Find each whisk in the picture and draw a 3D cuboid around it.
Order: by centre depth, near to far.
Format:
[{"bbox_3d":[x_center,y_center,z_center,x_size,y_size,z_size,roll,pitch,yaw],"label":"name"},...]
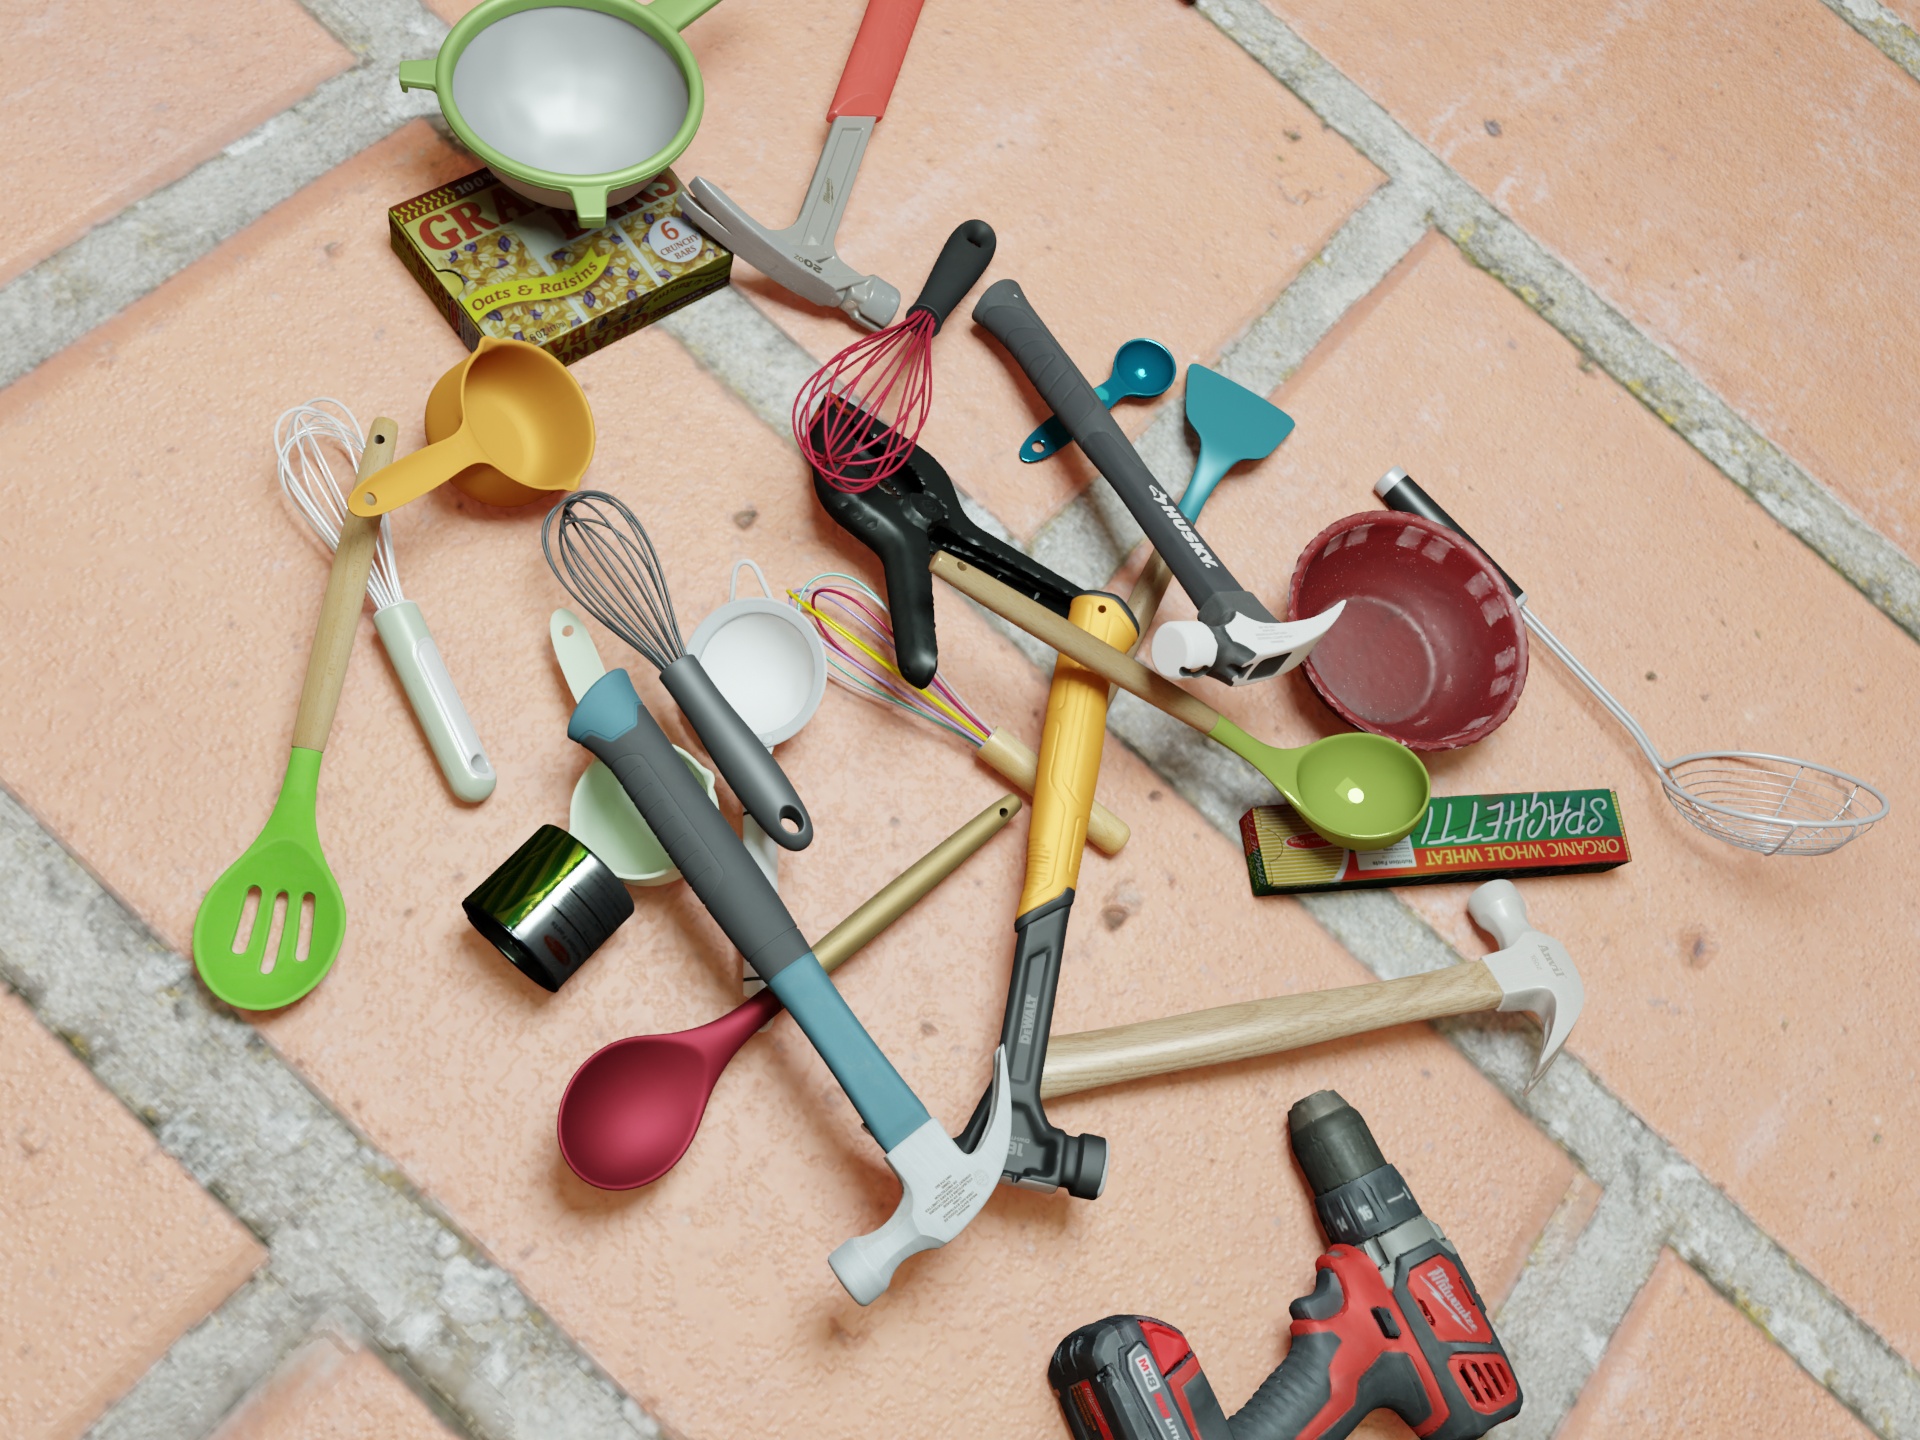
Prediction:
[{"bbox_3d":[-0.149,-0.028,0.856,0.055,0.055,0.239,-32,79,-23],"label":"whisk"},{"bbox_3d":[-0.309,-0.066,0.863,0.246,0.059,0.058,63,24,8],"label":"whisk"},{"bbox_3d":[-0.001,-0.003,0.923,0.245,0.047,0.051,37,64,-3],"label":"whisk"},{"bbox_3d":[-0.029,-0.232,0.960,0.073,0.073,0.296,28,46,-3],"label":"whisk"}]

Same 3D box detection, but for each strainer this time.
[{"bbox_3d":[-0.111,0.041,0.876,0.087,0.050,0.259,-5,75,13],"label":"strainer"},{"bbox_3d":[-0.197,-0.390,0.960,0.151,0.069,0.256,38,64,6],"label":"strainer"}]

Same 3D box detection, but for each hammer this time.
[{"bbox_3d":[-0.094,0.113,0.795,0.128,0.033,0.331,-34,79,-15],"label":"hammer"},{"bbox_3d":[0.042,0.079,0.867,0.127,0.034,0.337,13,68,-2],"label":"hammer"},{"bbox_3d":[0.194,0.169,0.891,0.331,0.031,0.130,-8,42,-12],"label":"hammer"},{"bbox_3d":[0.101,-0.154,0.960,0.146,0.035,0.335,-5,52,-38],"label":"hammer"},{"bbox_3d":[-0.068,-0.430,1.053,0.149,0.037,0.359,28,60,-26],"label":"hammer"}]

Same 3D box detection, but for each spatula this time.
[{"bbox_3d":[0.128,-0.099,1.002,0.082,0.044,0.318,29,70,-3],"label":"spatula"}]

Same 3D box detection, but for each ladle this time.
[{"bbox_3d":[-0.079,0.129,0.836,0.315,0.031,0.069,-37,98,-28],"label":"ladle"},{"bbox_3d":[0.126,-0.017,0.882,0.320,0.062,0.078,29,48,-17],"label":"ladle"}]

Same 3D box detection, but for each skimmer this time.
[{"bbox_3d":[0.422,-0.050,1.021,0.363,0.090,0.127,48,34,9],"label":"skimmer"}]

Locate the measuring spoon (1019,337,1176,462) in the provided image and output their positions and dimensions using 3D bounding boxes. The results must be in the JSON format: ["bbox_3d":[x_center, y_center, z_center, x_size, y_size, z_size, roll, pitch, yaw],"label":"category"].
[{"bbox_3d":[0.087,-0.203,1.037,0.128,0.021,0.042,-38,82,-15],"label":"measuring spoon"}]

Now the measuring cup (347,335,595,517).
[{"bbox_3d":[-0.277,-0.143,0.864,0.174,0.052,0.095,-45,112,-46],"label":"measuring cup"}]

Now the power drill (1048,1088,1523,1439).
[{"bbox_3d":[0.162,0.309,0.823,0.226,0.080,0.188,-16,67,-24],"label":"power drill"}]

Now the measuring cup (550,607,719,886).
[{"bbox_3d":[-0.186,0.014,0.865,0.083,0.038,0.168,-25,70,-5],"label":"measuring cup"}]

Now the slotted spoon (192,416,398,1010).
[{"bbox_3d":[-0.328,-0.009,0.819,0.070,0.031,0.314,10,77,-11],"label":"slotted spoon"}]
